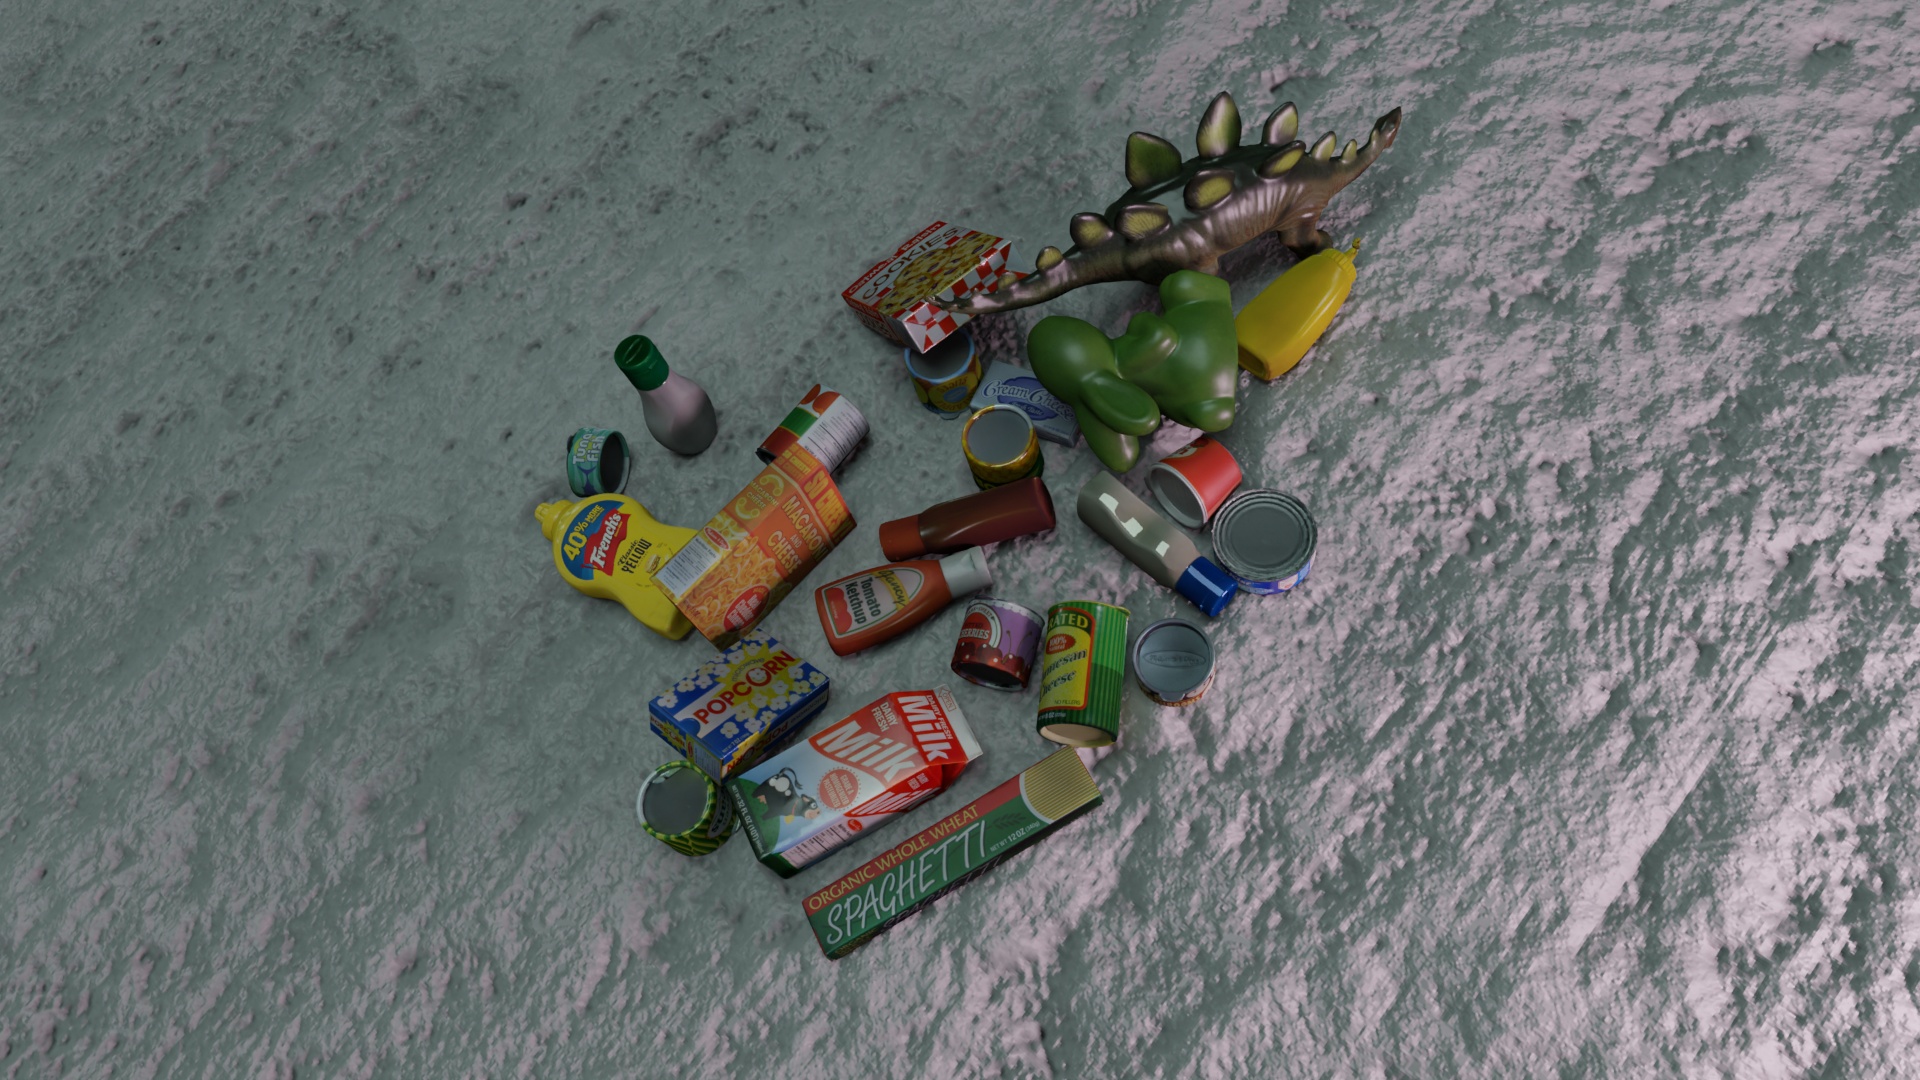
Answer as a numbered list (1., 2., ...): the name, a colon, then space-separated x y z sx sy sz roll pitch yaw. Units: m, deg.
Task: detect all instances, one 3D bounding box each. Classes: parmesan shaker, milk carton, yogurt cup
1. parmesan shaker: 0.100 0.107 1.113 0.071 0.071 0.103 2 65 13
2. milk carton: -0.080 0.187 1.109 0.191 0.073 0.072 -28 62 -3
3. yogurt cup: 0.200 -0.052 1.175 0.054 0.072 0.072 -38 63 -17

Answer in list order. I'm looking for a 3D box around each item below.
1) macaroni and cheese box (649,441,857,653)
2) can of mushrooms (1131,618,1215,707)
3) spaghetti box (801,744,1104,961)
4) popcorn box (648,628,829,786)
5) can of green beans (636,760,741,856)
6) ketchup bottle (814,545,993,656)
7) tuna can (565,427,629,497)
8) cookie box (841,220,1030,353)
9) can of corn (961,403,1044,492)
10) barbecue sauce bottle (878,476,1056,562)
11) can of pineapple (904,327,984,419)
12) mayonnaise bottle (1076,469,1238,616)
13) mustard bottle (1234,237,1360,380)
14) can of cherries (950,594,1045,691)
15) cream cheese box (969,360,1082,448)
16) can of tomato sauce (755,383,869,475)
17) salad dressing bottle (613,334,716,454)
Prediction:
1. macaroni and cheese box: -0.173 0.008 1.188 0.040 0.123 0.167 39 77 24
2. can of mushrooms: 0.172 0.101 1.121 0.071 0.033 0.071 -4 63 9
3. spaghetti box: -0.006 0.245 1.090 0.250 0.028 0.050 -30 61 -4
4. popcorn box: -0.181 0.135 1.145 0.085 0.038 0.127 33 45 23
5. can of green beans: -0.223 0.218 1.132 0.071 0.057 0.071 -5 64 10
6. ketchup bottle: -0.047 0.046 1.189 0.149 0.043 0.065 -20 62 1
7. tuna can: -0.337 -0.073 1.292 0.033 0.071 0.071 3 65 12
8. cookie box: -0.027 -0.237 1.279 0.123 0.040 0.168 -38 29 -8
9. can of corn: 0.036 -0.077 1.223 0.071 0.058 0.071 -5 63 10
10. barbecue sauce bottle: 0.004 -0.015 1.200 0.148 0.065 0.044 -15 71 14
11. can of pineapple: -0.014 -0.156 1.273 0.071 0.057 0.071 -5 64 9
12. mayonnaise bottle: 0.163 0.004 1.157 0.148 0.064 0.041 40 74 21
13. mustard bottle: 0.308 -0.214 1.240 0.160 0.048 0.065 -44 64 -11
14. can of cherries: 0.028 0.085 1.138 0.071 0.071 0.058 11 68 17
15. cream cheese box: 0.065 -0.124 1.259 0.104 0.024 0.053 20 69 20
16. can of tomato sauce: -0.134 -0.092 1.263 0.071 0.071 0.083 33 74 24
17. salad dressing bottle: -0.268 -0.132 1.263 0.044 0.147 0.064 25 72 22
